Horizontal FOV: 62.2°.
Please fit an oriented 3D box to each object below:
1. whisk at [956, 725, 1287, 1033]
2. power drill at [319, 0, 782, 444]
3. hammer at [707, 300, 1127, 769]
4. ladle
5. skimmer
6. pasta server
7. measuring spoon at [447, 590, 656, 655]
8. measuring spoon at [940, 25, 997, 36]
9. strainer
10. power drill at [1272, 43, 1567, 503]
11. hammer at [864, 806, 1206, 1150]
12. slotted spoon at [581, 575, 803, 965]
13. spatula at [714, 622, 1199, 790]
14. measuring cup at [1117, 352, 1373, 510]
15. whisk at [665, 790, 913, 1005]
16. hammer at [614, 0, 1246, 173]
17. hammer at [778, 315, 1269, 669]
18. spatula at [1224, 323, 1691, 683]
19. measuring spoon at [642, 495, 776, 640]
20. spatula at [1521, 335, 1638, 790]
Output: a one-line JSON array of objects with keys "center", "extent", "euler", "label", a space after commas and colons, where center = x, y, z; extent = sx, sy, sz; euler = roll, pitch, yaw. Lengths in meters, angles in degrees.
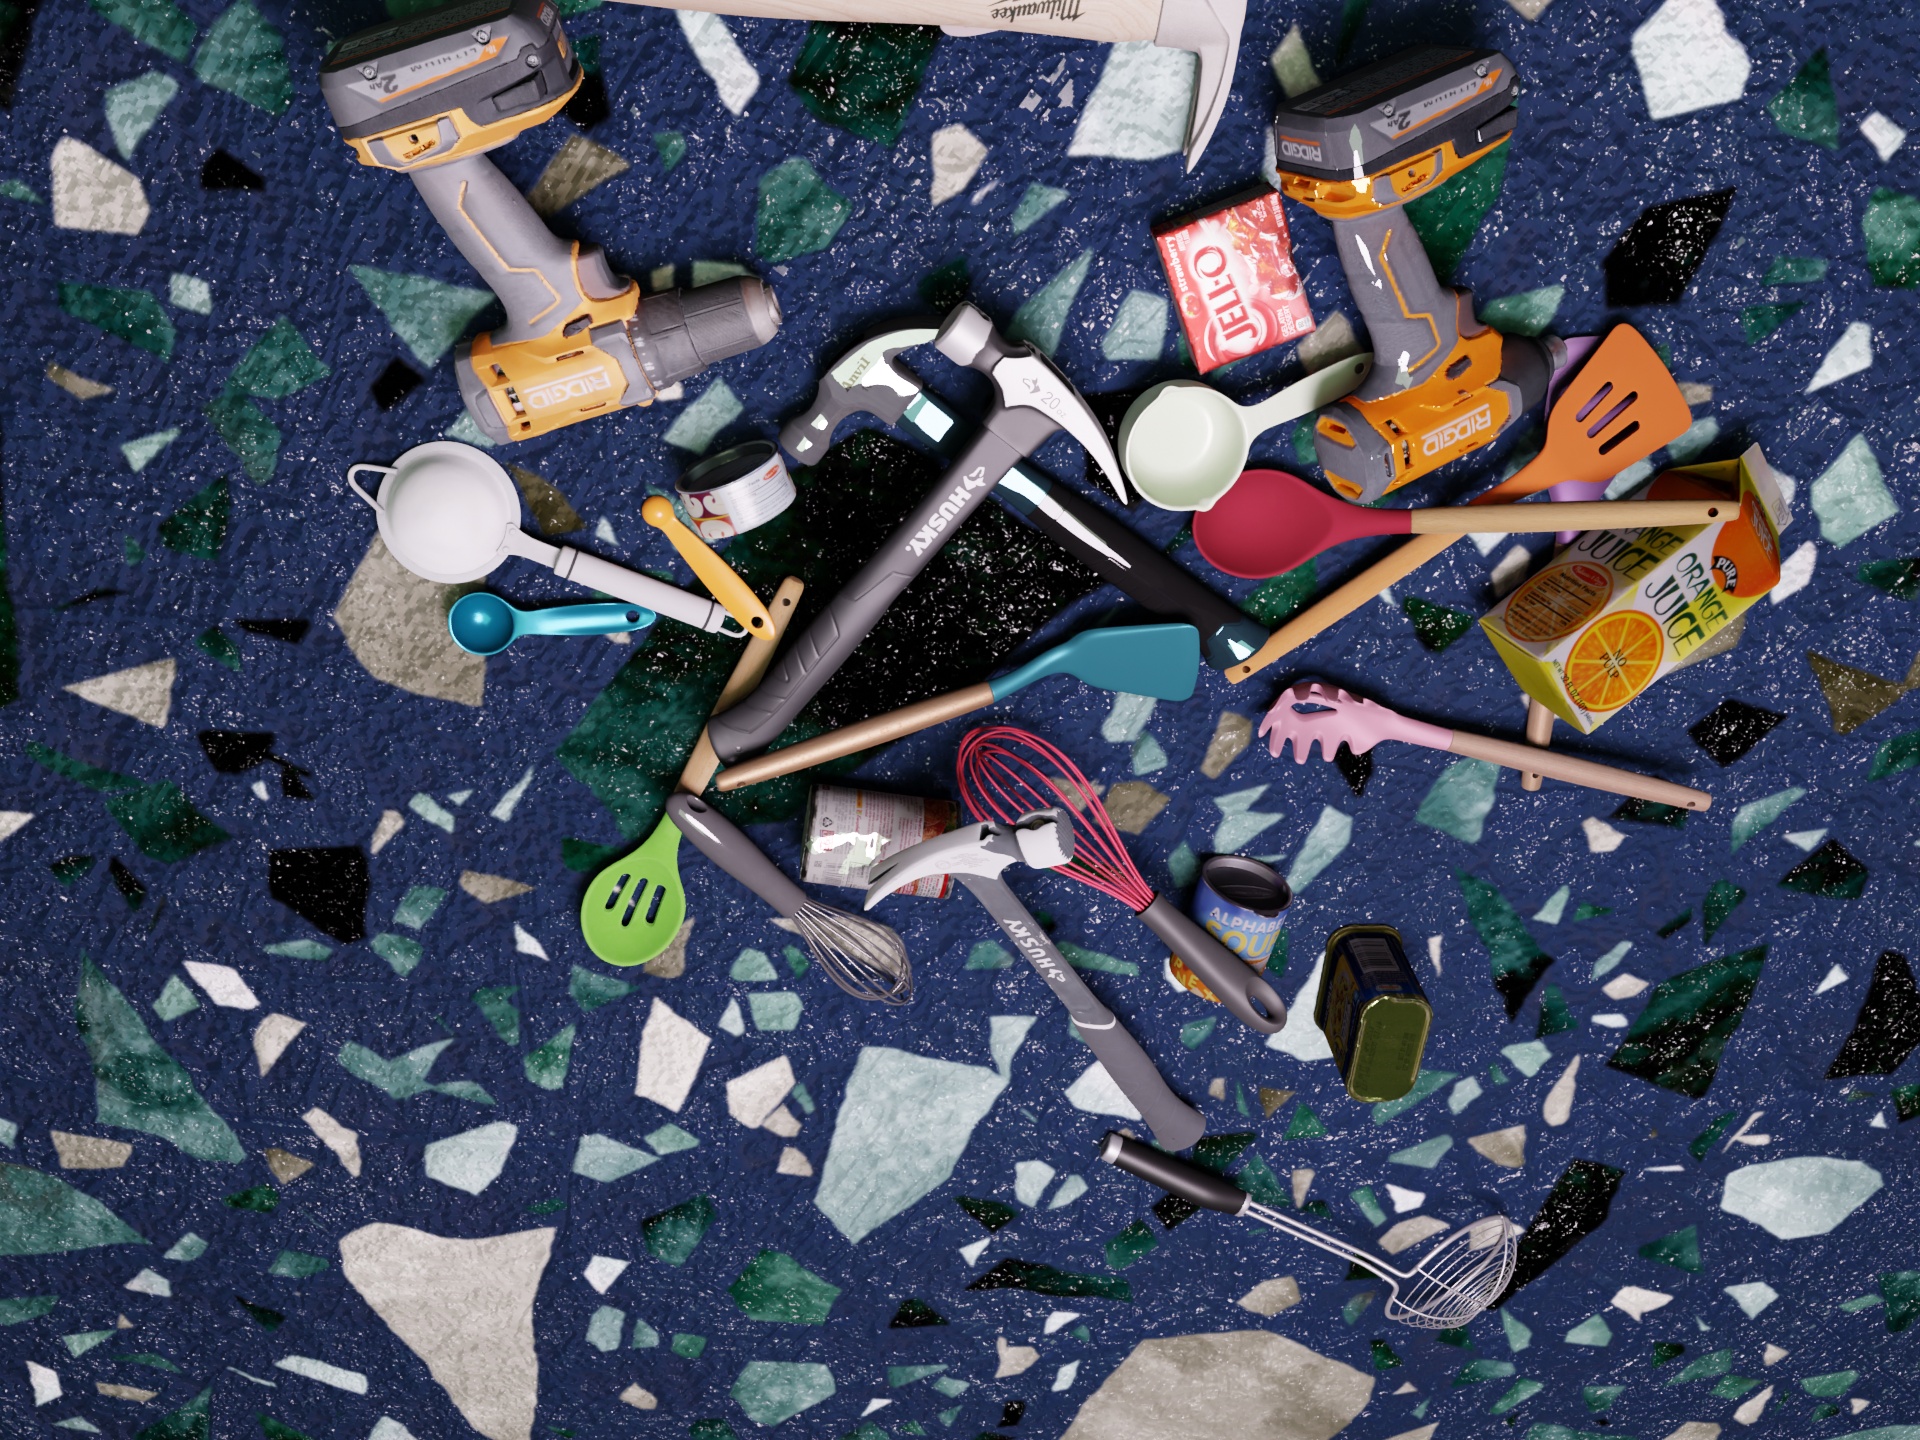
[{"center": [0.112, 0.109, 1.069], "extent": [0.296, 0.073, 0.073], "euler": [43, 109, -6], "label": "whisk"}, {"center": [-0.213, -0.270, 0.859], "extent": [0.185, 0.084, 0.226], "euler": [-15, 130, 5], "label": "power drill"}, {"center": [-0.044, -0.083, 0.971], "extent": [0.146, 0.035, 0.334], "euler": [34, 114, -19], "label": "hammer"}, {"center": [0.301, -0.123, 0.966], "extent": [0.315, 0.031, 0.069], "euler": [0, 108, 14], "label": "ladle"}, {"center": [0.281, 0.396, 1.289], "extent": [0.363, 0.090, 0.127], "euler": [24, 117, -4], "label": "skimmer"}, {"center": [0.355, 0.025, 1.069], "extent": [0.316, 0.040, 0.060], "euler": [13, 134, -4], "label": "pasta server"}, {"center": [-0.260, -0.066, 1.016], "extent": [0.128, 0.021, 0.042], "euler": [-3, 113, -12], "label": "measuring spoon"}, {"center": [0.049, -0.389, 0.852], "extent": [0.124, 0.018, 0.034], "euler": [-14, 119, 5], "label": "measuring spoon"}, {"center": [-0.251, -0.102, 0.982], "extent": [0.258, 0.050, 0.087], "euler": [20, 101, -17], "label": "strainer"}, {"center": [0.268, -0.253, 0.898], "extent": [0.164, 0.084, 0.226], "euler": [-26, 123, -12], "label": "power drill"}, {"center": [0.080, 0.200, 1.112], "extent": [0.149, 0.036, 0.408], "euler": [-13, 135, 23], "label": "hammer"}, {"center": [-0.175, 0.037, 1.068], "extent": [0.070, 0.031, 0.313], "euler": [23, 113, -16], "label": "slotted spoon"}, {"center": [-0.002, -0.003, 1.018], "extent": [0.317, 0.044, 0.082], "euler": [-19, 147, -8], "label": "spatula"}, {"center": [0.173, -0.187, 0.963], "extent": [0.167, 0.038, 0.083], "euler": [-25, 117, -1], "label": "measuring cup"}, {"center": [-0.114, 0.123, 1.097], "extent": [0.055, 0.055, 0.238], "euler": [-37, 118, 16], "label": "whisk"}, {"center": [-0.057, -0.377, 0.836], "extent": [0.410, 0.038, 0.146], "euler": [4, 134, -1], "label": "hammer"}, {"center": [0.058, -0.129, 0.987], "extent": [0.330, 0.033, 0.128], "euler": [33, 113, -19], "label": "hammer"}, {"center": [0.301, -0.119, 1.004], "extent": [0.322, 0.041, 0.081], "euler": [-35, 106, 23], "label": "spatula"}, {"center": [-0.157, -0.093, 0.996], "extent": [0.021, 0.011, 0.117], "euler": [-37, 105, 17], "label": "measuring spoon"}, {"center": [0.393, -0.093, 1.034], "extent": [0.060, 0.018, 0.315], "euler": [-2, 118, 0], "label": "spatula"}]
